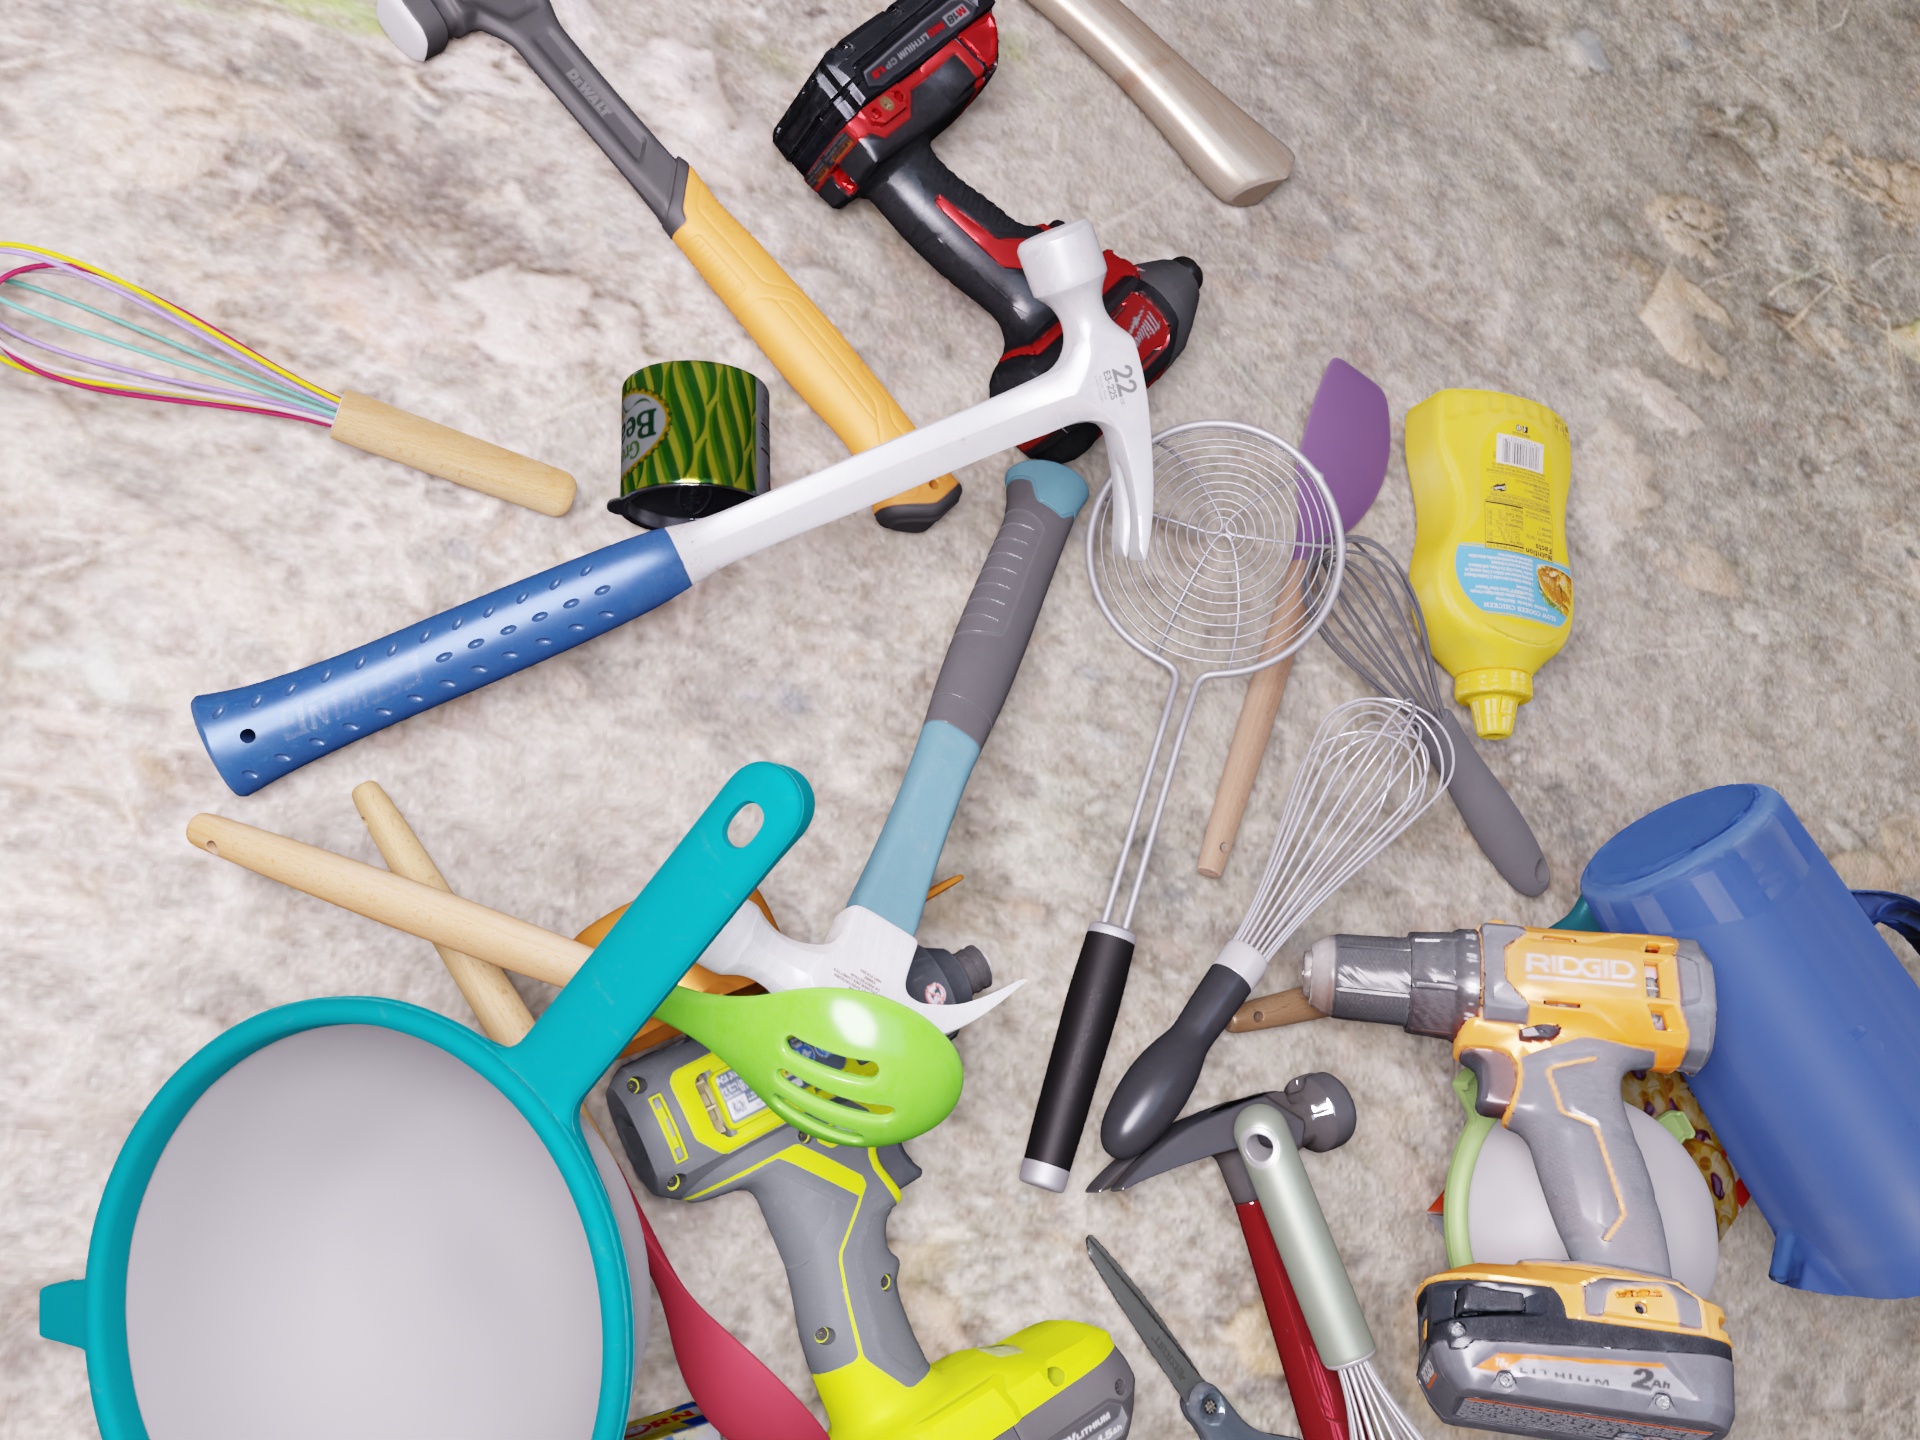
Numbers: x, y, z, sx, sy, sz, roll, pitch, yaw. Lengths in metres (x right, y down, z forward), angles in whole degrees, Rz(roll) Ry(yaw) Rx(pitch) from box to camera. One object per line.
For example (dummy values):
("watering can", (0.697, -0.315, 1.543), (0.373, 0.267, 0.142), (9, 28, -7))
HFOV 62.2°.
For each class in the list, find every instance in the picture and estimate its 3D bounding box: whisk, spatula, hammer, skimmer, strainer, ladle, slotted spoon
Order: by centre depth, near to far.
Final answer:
("strainer", (-0.149, 0.150, 0.549), (0.211, 0.095, 0.340), (41, 97, 17))
("slotted spoon", (-0.150, 0.089, 0.583), (0.314, 0.070, 0.031), (18, 30, 12))
("ladle", (-0.150, 0.151, 0.610), (0.031, 0.069, 0.315), (-29, 76, -30))
("whisk", (-0.278, -0.131, 0.650), (0.244, 0.051, 0.047), (19, 92, -24))
("hammer", (-0.103, -0.066, 0.652), (0.405, 0.035, 0.144), (-25, 106, -11))
("hammer", (-0.001, -0.002, 0.695), (0.128, 0.033, 0.331), (35, 50, -16))
("whisk", (0.176, 0.288, 0.703), (0.059, 0.058, 0.246), (-1, 68, -63))
("hammer", (0.172, 0.367, 0.719), (0.143, 0.038, 0.386), (-11, 79, -31))
("skimmer", (0.086, 0.036, 0.746), (0.127, 0.090, 0.363), (14, 73, 12))
("hammer", (-0.111, -0.230, 0.748), (0.127, 0.034, 0.337), (-43, 98, -25))
("strainer", (0.306, 0.294, 0.750), (0.151, 0.069, 0.256), (16, 69, -20))
("whisk", (0.152, 0.094, 0.765), (0.070, 0.070, 0.285), (44, 67, -10))
("spatula", (0.277, 0.127, 0.839), (0.317, 0.044, 0.082), (-8, 85, -25))
("spatula", (0.179, -0.060, 0.850), (0.059, 0.018, 0.316), (30, 67, -20))
("whisk", (0.254, 0.000, 0.850), (0.055, 0.055, 0.239), (-43, 106, -26))
("hammer", (0.021, -0.428, 0.852), (0.410, 0.038, 0.146), (35, 65, -14))

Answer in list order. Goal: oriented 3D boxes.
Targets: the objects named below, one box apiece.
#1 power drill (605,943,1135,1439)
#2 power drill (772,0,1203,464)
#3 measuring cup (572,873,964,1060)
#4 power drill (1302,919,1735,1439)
("power drill", (-0.025, 0.213, 0.664), (0.171, 0.080, 0.223), (-23, 85, -26))
("power drill", (0.025, -0.250, 0.794), (0.219, 0.078, 0.143), (49, 64, -10))
("measuring cup", (-0.081, 0.081, 0.659), (0.173, 0.095, 0.052), (-24, 80, -25))
("power drill", (0.245, 0.194, 0.716), (0.185, 0.084, 0.226), (4, 56, 11))
